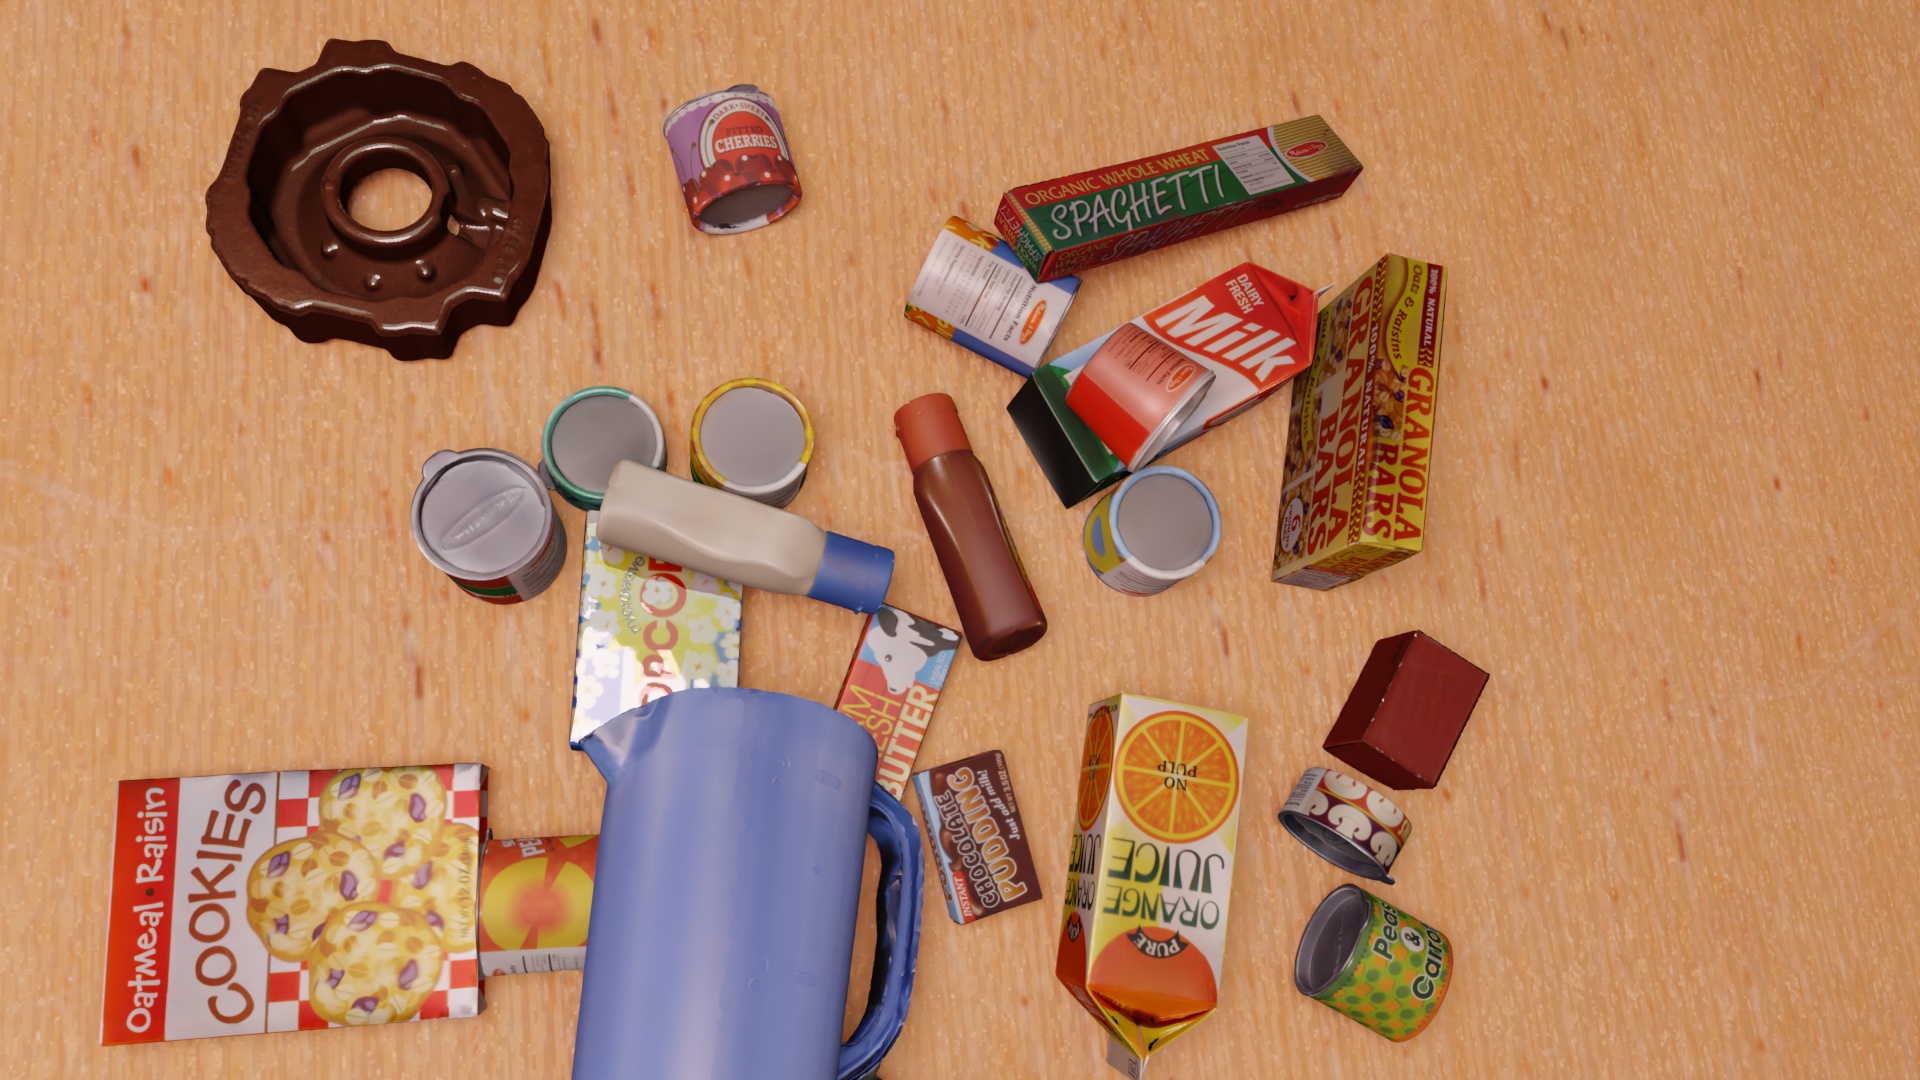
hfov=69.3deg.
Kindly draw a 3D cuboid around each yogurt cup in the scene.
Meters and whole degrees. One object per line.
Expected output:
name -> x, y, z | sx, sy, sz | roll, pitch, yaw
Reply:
yogurt cup -> 0.092, -0.077, 0.729 | 0.054, 0.072, 0.072 | 41, 74, 8

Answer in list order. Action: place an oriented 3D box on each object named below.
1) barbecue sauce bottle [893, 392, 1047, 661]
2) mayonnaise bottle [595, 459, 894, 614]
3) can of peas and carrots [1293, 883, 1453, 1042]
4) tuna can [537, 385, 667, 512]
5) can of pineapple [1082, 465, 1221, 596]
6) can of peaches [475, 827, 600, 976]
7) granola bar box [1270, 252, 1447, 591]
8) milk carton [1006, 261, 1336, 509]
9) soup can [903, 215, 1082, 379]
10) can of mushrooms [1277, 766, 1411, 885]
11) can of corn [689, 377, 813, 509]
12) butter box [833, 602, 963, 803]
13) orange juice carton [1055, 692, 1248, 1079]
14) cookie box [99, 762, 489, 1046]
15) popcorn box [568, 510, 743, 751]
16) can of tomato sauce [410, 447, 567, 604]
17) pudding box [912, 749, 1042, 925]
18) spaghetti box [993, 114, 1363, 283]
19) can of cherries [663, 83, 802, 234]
barbecue sauce bottle -> 0.003, -0.010, 0.774 | 0.044, 0.064, 0.149 | -18, 73, -8
mayonnaise bottle -> -0.109, 0.001, 0.710 | 0.148, 0.064, 0.041 | 17, 72, -12
can of peas and carrots -> 0.226, 0.229, 0.757 | 0.059, 0.071, 0.071 | 29, 75, -4
tuna can -> -0.196, -0.049, 0.758 | 0.071, 0.032, 0.071 | 2, 77, -10
can of pineapple -> 0.109, -0.007, 0.793 | 0.071, 0.057, 0.071 | 2, 78, -10
can of peaches -> -0.206, 0.178, 0.690 | 0.058, 0.071, 0.071 | 0, 78, -11
granola bar box -> 0.226, -0.062, 0.793 | 0.039, 0.124, 0.166 | 11, 76, -7
milk carton -> 0.130, -0.098, 0.810 | 0.191, 0.072, 0.073 | -29, 85, -14
soup can -> 0.019, -0.140, 0.803 | 0.084, 0.071, 0.071 | 27, 75, -1
can of mushrooms -> 0.216, 0.158, 0.772 | 0.071, 0.071, 0.033 | 36, 73, -1
can of corn -> -0.116, -0.052, 0.761 | 0.071, 0.058, 0.071 | 2, 78, -10
butter box -> -0.041, 0.090, 0.761 | 0.053, 0.024, 0.104 | 22, 75, -6
orange juice carton -> 0.099, 0.184, 0.742 | 0.073, 0.071, 0.193 | 11, 76, -7
cookie box -> -0.322, 0.175, 0.683 | 0.168, 0.040, 0.123 | -1, 78, -12
popcorn box -> -0.160, 0.050, 0.740 | 0.085, 0.038, 0.127 | 3, 77, -10
can of tomato sauce -> -0.241, -0.006, 0.714 | 0.071, 0.083, 0.071 | 2, 78, -10
pudding box -> 0.008, 0.160, 0.752 | 0.050, 0.030, 0.084 | -14, 80, -12
spaghetti box -> 0.133, -0.205, 0.821 | 0.251, 0.028, 0.050 | -21, 68, -28
can of cherries -> -0.128, -0.215, 0.787 | 0.071, 0.071, 0.058 | -15, 82, -13
